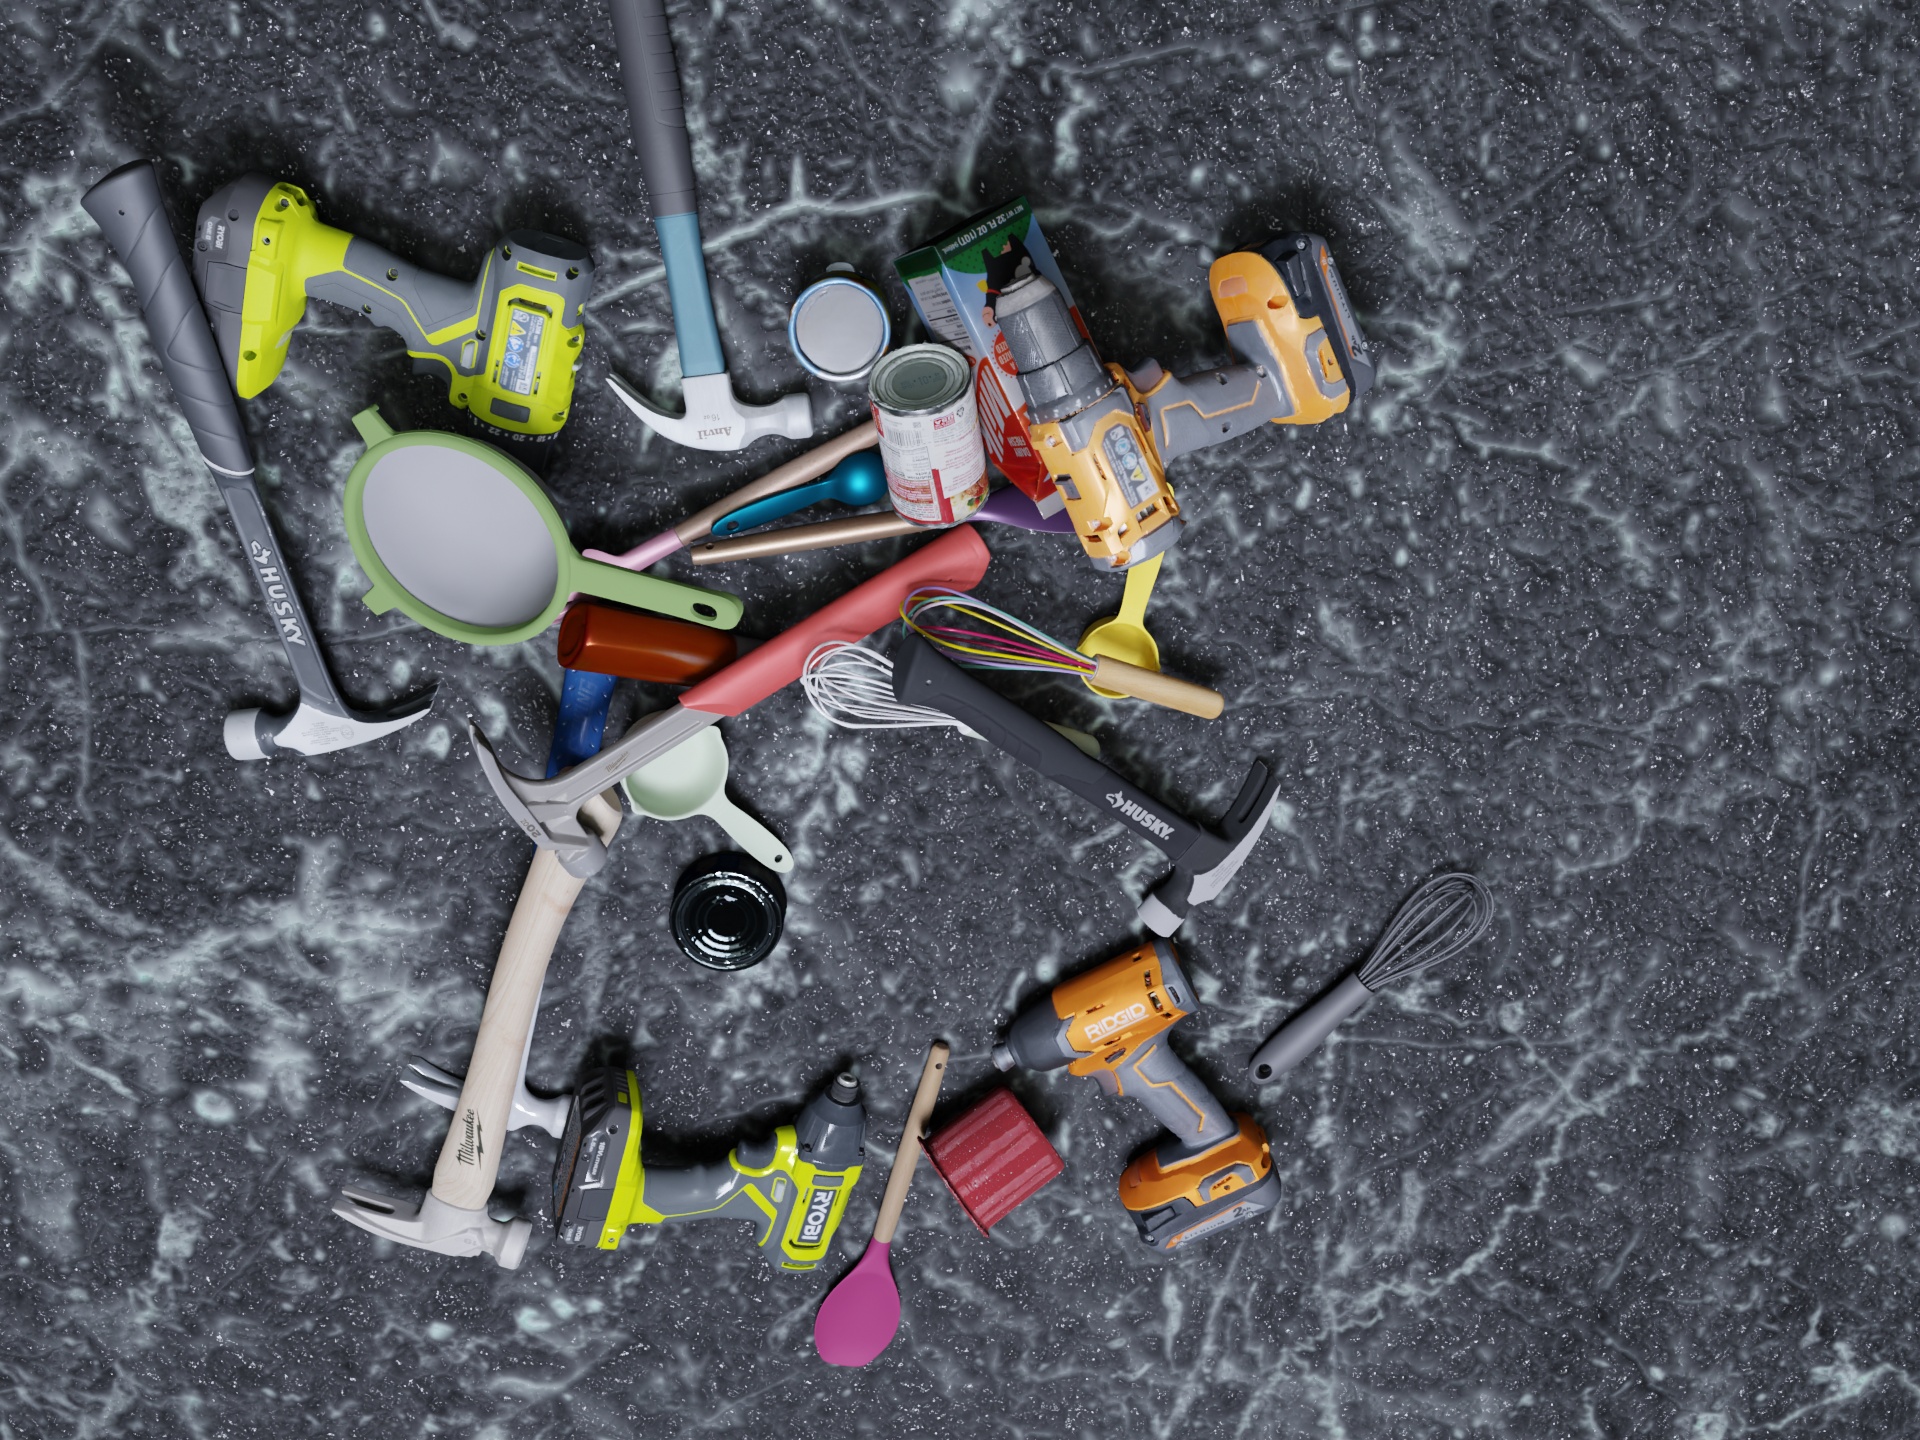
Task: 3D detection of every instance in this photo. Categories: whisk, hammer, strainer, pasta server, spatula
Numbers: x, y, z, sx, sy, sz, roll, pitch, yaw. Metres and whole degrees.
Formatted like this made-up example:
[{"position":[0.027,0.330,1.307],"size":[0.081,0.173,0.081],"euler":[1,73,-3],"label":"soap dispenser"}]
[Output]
[{"position":[-0.002,-0.003,1.094],"size":[0.246,0.058,0.059],"euler":[16,65,-32],"label":"whisk"},{"position":[-0.310,0.126,1.169],"size":[0.144,0.035,0.405],"euler":[14,109,-7],"label":"hammer"},{"position":[-0.254,-0.113,1.003],"size":[0.256,0.069,0.151],"euler":[15,128,2],"label":"strainer"},{"position":[-0.452,-0.146,1.007],"size":[0.149,0.036,0.408],"euler":[-5,126,0],"label":"hammer"},{"position":[-0.169,-0.143,1.073],"size":[0.316,0.060,0.040],"euler":[-28,70,1],"label":"pasta server"},{"position":[-0.341,0.217,1.163],"size":[0.146,0.038,0.410],"euler":[18,108,-8],"label":"hammer"},{"position":[-0.024,-0.135,1.071],"size":[0.316,0.060,0.018],"euler":[-9,148,-3],"label":"spatula"},{"position":[0.311,0.203,1.221],"size":[0.055,0.055,0.239],"euler":[40,108,-15],"label":"whisk"},{"position":[0.084,0.030,1.098],"size":[0.334,0.035,0.146],"euler":[33,104,-33],"label":"hammer"},{"position":[0.071,-0.038,1.083],"size":[0.244,0.047,0.051],"euler":[16,94,-18],"label":"whisk"},{"position":[-0.141,-0.035,1.059],"size":[0.359,0.037,0.149],"euler":[-32,136,-8],"label":"hammer"},{"position":[-0.182,-0.335,1.008],"size":[0.128,0.033,0.330],"euler":[-8,110,-1],"label":"hammer"}]

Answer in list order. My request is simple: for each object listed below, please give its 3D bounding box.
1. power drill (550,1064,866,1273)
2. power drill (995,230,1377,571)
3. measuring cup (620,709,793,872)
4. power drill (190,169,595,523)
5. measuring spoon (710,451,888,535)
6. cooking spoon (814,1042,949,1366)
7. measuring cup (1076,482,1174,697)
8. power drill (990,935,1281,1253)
[{"position":[-0.187,0.335,1.215],"size":[0.223,0.080,0.171],"euler":[10,111,-21],"label":"power drill"},{"position":[0.135,-0.225,0.990],"size":[0.226,0.084,0.185],"euler":[-35,110,-19],"label":"power drill"},{"position":[-0.181,0.056,1.153],"size":[0.083,0.038,0.167],"euler":[-46,124,-4],"label":"measuring cup"},{"position":[-0.360,-0.236,1.013],"size":[0.228,0.080,0.190],"euler":[15,117,-11],"label":"power drill"},{"position":[-0.104,-0.143,1.065],"size":[0.128,0.021,0.042],"euler":[-22,144,-9],"label":"measuring spoon"},{"position":[-0.057,0.398,1.288],"size":[0.068,0.017,0.318],"euler":[12,110,-11],"label":"cooking spoon"},{"position":[0.122,-0.092,1.114],"size":[0.062,0.029,0.156],"euler":[12,107,-7],"label":"measuring cup"},{"position":[0.135,0.293,1.228],"size":[0.164,0.084,0.226],"euler":[-26,105,8],"label":"power drill"}]
